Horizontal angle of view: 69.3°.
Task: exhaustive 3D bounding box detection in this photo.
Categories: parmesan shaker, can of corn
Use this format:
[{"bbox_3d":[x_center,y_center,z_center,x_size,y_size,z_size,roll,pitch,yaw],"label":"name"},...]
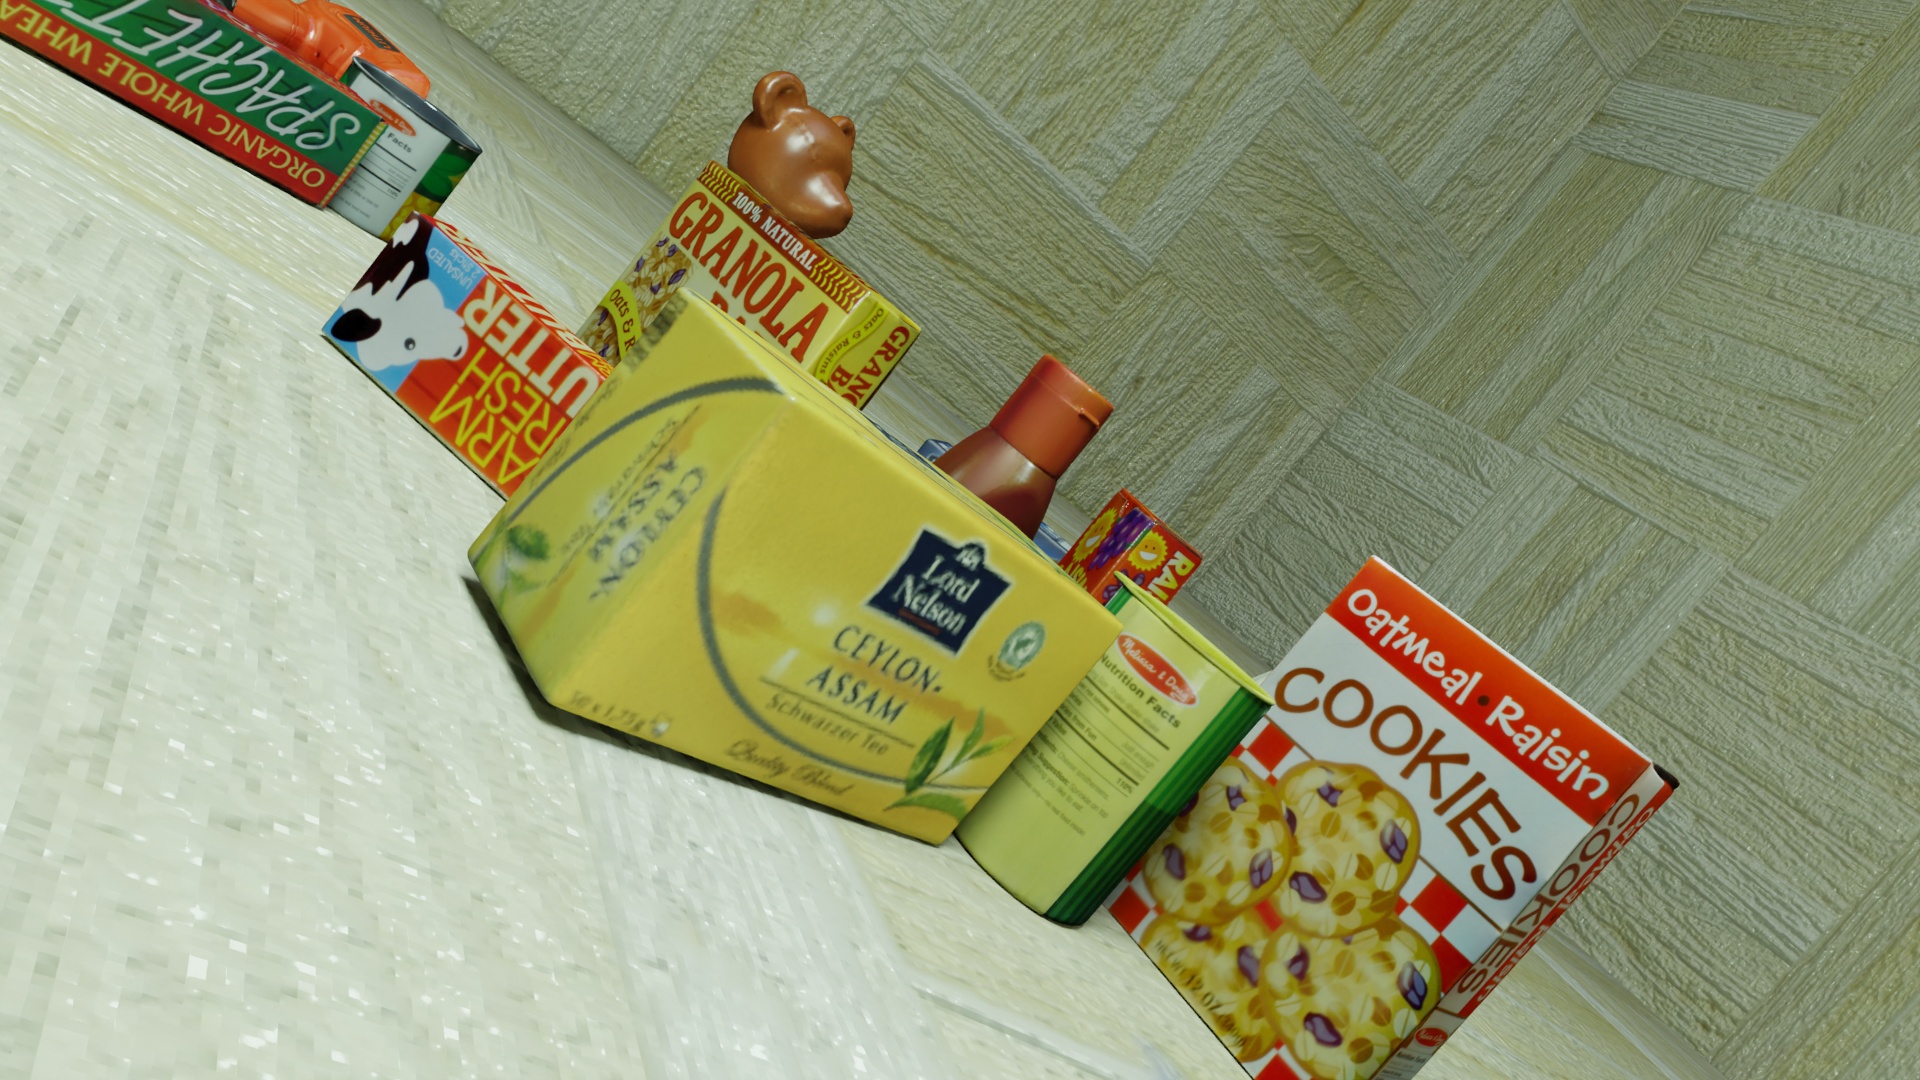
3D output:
[{"bbox_3d":[0.049,0.072,0.484,0.071,0.103,0.071,39,6,-5],"label":"parmesan shaker"},{"bbox_3d":[-0.265,-0.178,0.641,0.071,0.058,0.071,39,6,-5],"label":"can of corn"}]

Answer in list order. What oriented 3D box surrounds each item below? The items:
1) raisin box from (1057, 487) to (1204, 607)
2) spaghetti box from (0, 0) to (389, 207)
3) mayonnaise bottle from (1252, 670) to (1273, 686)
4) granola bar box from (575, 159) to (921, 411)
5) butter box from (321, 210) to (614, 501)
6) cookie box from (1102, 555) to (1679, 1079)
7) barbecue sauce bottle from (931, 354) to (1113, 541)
[{"bbox_3d":[0.073,0.036,0.776,0.040,0.123,0.086,38,6,-13],"label":"raisin box"},{"bbox_3d":[-0.324,-0.199,0.497,0.029,0.050,0.250,43,8,32],"label":"spaghetti box"},{"bbox_3d":[0.126,0.092,0.580,0.065,0.148,0.041,41,6,17],"label":"mayonnaise bottle"},{"bbox_3d":[-0.104,-0.086,0.620,0.039,0.124,0.166,33,9,-45],"label":"granola bar box"},{"bbox_3d":[-0.152,-0.055,0.453,0.103,0.053,0.024,40,6,9],"label":"butter box"},{"bbox_3d":[0.143,0.106,0.495,0.040,0.167,0.123,33,9,-48],"label":"cookie box"},{"bbox_3d":[0.002,-0.007,0.564,0.065,0.148,0.044,34,8,-40],"label":"barbecue sauce bottle"}]
